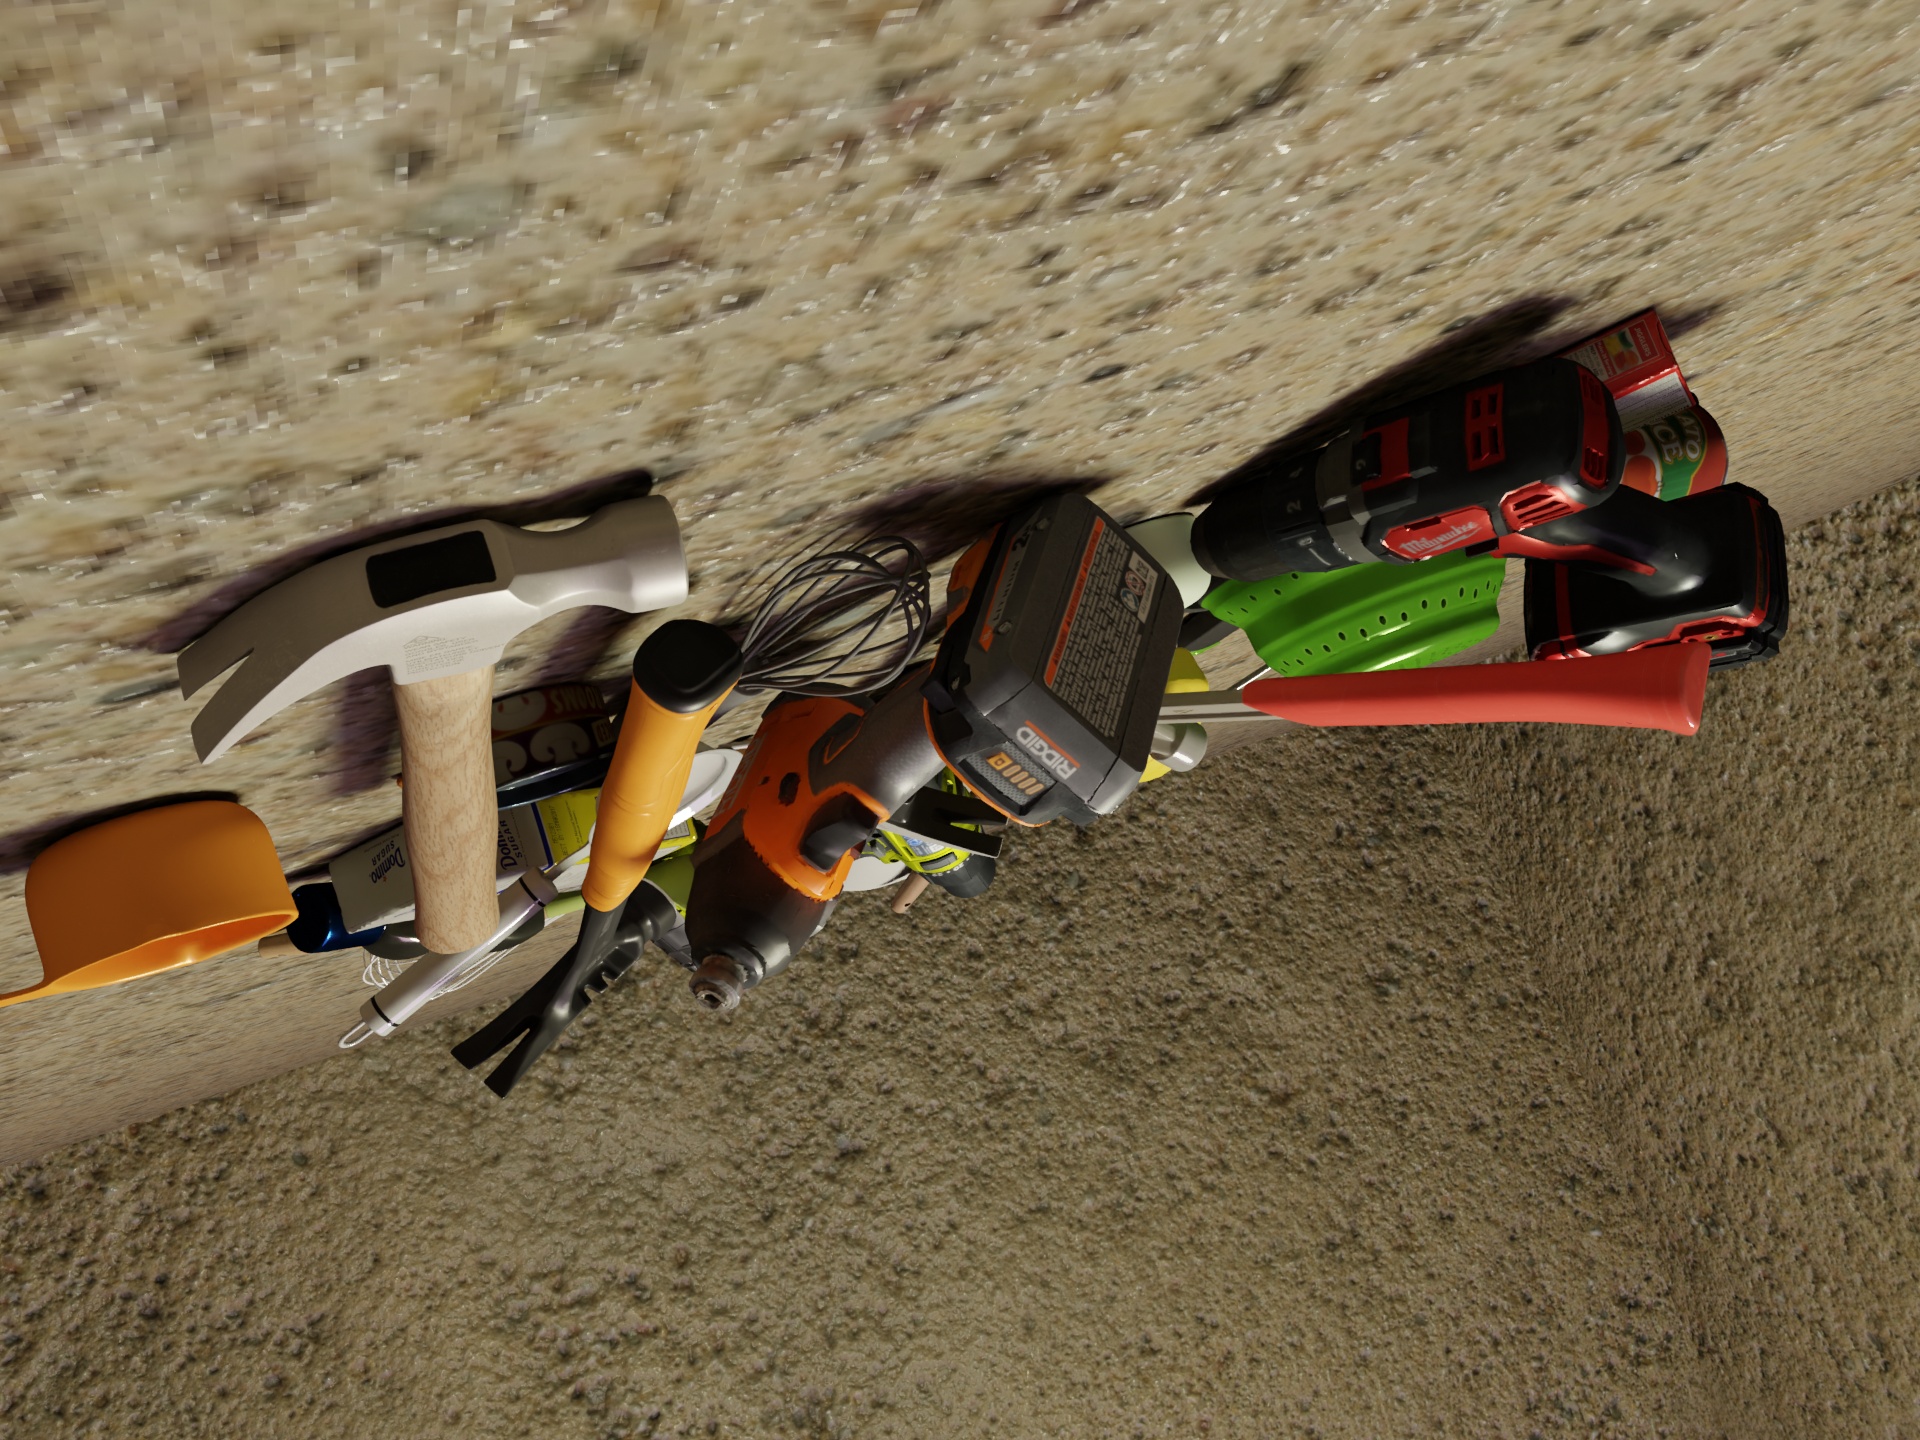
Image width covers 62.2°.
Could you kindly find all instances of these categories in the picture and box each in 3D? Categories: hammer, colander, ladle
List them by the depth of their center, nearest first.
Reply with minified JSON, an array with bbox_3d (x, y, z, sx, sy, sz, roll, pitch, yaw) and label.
[{"bbox_3d":[-0.176,0.025,0.541,0.130,0.031,0.331,-13,162,-22],"label":"hammer"},{"bbox_3d":[-0.146,0.060,0.660,0.127,0.034,0.336,-46,175,-33],"label":"hammer"},{"bbox_3d":[0.179,-0.014,0.772,0.149,0.037,0.359,25,164,-34],"label":"hammer"},{"bbox_3d":[-0.001,-0.003,0.811,0.146,0.035,0.334,20,156,-11],"label":"hammer"},{"bbox_3d":[0.206,-0.055,0.935,0.204,0.094,0.397,-18,173,-14],"label":"colander"},{"bbox_3d":[-0.279,0.130,0.981,0.320,0.062,0.078,-9,162,5],"label":"ladle"}]

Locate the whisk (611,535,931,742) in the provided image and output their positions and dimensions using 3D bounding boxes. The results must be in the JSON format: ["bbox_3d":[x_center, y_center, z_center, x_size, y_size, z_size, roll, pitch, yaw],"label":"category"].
[{"bbox_3d":[-0.084,-0.017,0.623,0.055,0.055,0.239,-14,175,-39],"label":"whisk"}]

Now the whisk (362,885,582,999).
[{"bbox_3d":[-0.306,0.137,1.181,0.284,0.070,0.070,-20,175,-39],"label":"whisk"}]

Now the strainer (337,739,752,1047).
[{"bbox_3d":[-0.201,0.074,0.778,0.258,0.050,0.086,-40,164,-5],"label":"strainer"}]

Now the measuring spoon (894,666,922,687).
[{"bbox_3d":[-0.040,-0.014,0.916,0.034,0.018,0.124,-26,-177,-22],"label":"measuring spoon"}]

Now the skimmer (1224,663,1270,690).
[{"bbox_3d":[0.196,-0.056,1.154,0.363,0.090,0.127,-33,-171,17],"label":"skimmer"}]

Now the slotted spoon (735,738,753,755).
[{"bbox_3d":[-0.231,0.073,0.992,0.314,0.031,0.070,-27,171,34],"label":"slotted spoon"}]

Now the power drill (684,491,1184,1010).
[{"bbox_3d":[-0.025,0.023,0.632,0.226,0.084,0.164,-32,-154,40],"label":"power drill"}]

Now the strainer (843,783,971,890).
[{"bbox_3d":[-0.022,0.073,1.292,0.211,0.095,0.340,-25,170,34],"label":"strainer"}]

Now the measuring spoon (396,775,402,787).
[{"bbox_3d":[-0.214,0.024,0.729,0.021,0.011,0.117,-23,169,23],"label":"measuring spoon"}]

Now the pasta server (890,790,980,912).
[{"bbox_3d":[0.023,0.051,1.113,0.060,0.040,0.316,2,141,-33],"label":"pasta server"}]

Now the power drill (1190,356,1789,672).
[{"bbox_3d":[0.233,-0.076,0.697,0.226,0.080,0.188,16,161,-38],"label":"power drill"}]

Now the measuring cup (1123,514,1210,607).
[{"bbox_3d":[0.051,-0.048,0.772,0.083,0.038,0.167,-13,168,-46],"label":"measuring cup"}]

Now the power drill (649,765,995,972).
[{"bbox_3d":[-0.096,0.092,1.072,0.228,0.080,0.190,-19,144,10],"label":"power drill"}]

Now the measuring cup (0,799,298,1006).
[{"bbox_3d":[-0.340,0.074,0.585,0.173,0.052,0.095,-15,172,-20],"label":"measuring cup"}]
